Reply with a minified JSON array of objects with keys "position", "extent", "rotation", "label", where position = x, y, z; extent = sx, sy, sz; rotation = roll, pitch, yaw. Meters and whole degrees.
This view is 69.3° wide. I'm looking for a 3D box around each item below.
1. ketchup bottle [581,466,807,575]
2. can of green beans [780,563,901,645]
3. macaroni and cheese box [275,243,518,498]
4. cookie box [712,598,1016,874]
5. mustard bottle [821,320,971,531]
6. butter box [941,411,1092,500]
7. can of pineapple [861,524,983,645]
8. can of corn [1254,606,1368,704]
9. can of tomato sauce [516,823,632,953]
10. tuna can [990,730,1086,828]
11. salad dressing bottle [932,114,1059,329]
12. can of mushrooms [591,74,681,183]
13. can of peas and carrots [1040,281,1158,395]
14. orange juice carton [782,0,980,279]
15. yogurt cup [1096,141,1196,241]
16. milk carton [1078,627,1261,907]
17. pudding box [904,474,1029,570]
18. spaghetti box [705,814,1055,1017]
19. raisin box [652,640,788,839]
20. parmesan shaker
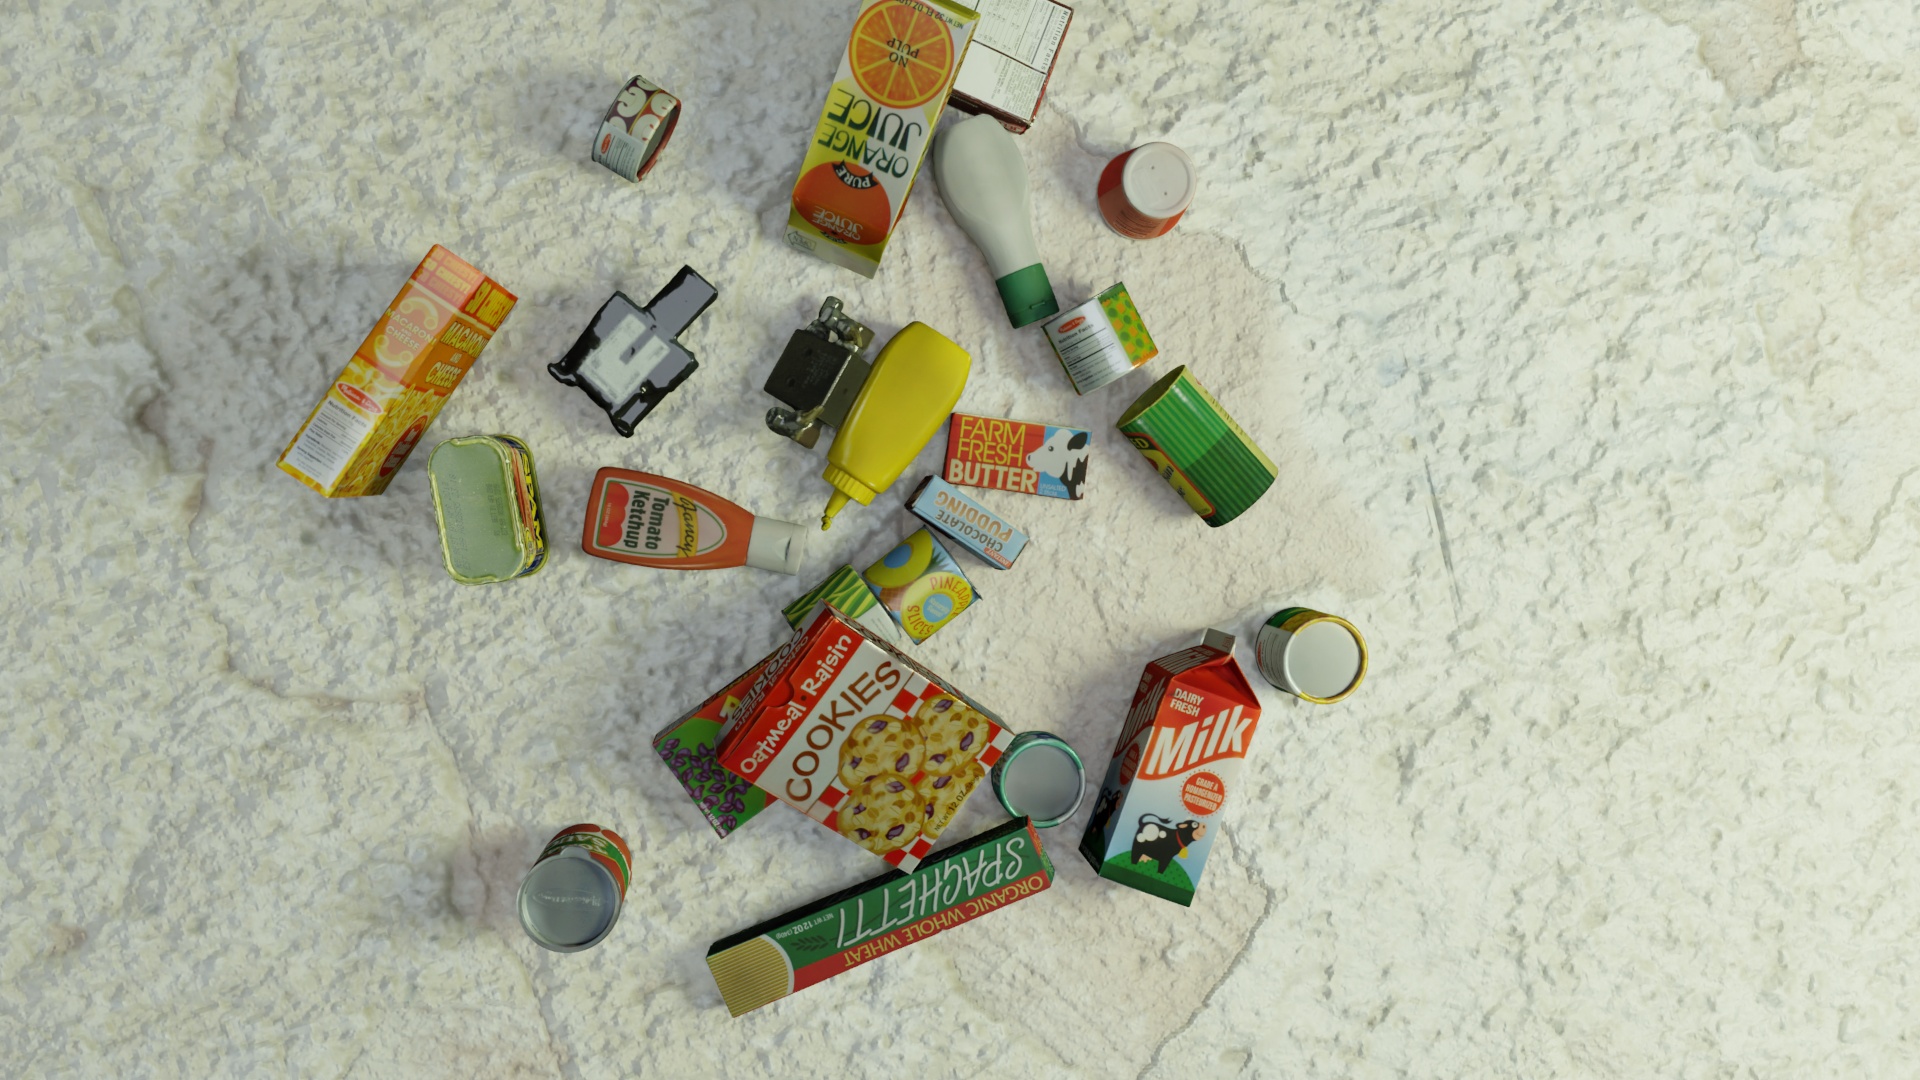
[{"position":[-0.183,-0.007,0.967],"extent":[0.149,0.043,0.064],"rotation":[11,90,-8],"label":"ketchup bottle"},{"position":[-0.083,0.058,0.970],"extent":[0.058,0.071,0.071],"rotation":[-37,96,-6],"label":"can of green beans"},{"position":[-0.360,-0.107,0.899],"extent":[0.040,0.124,0.166],"rotation":[34,87,-9],"label":"macaroni and cheese box"},{"position":[-0.064,0.134,0.940],"extent":[0.167,0.040,0.123],"rotation":[36,91,-25],"label":"cookie box"},{"position":[-0.056,-0.076,0.979],"extent":[0.065,0.049,0.160],"rotation":[34,88,-6],"label":"mustard bottle"},{"position":[0.040,-0.061,1.004],"extent":[0.103,0.024,0.053],"rotation":[7,90,-8],"label":"butter box"},{"position":[-0.027,0.032,0.975],"extent":[0.058,0.071,0.071],"rotation":[-38,96,-4],"label":"can of pineapple"},{"position":[0.260,0.083,1.021],"extent":[0.071,0.058,0.071],"rotation":[0,92,-7],"label":"can of corn"},{"position":[-0.260,0.232,0.943],"extent":[0.071,0.083,0.071],"rotation":[0,92,-8],"label":"can of tomato sauce"},{"position":[0.055,0.172,1.009],"extent":[0.071,0.033,0.071],"rotation":[0,92,-8],"label":"tuna can"},{"position":[0.028,-0.225,0.988],"extent":[0.064,0.044,0.147],"rotation":[-22,96,-9],"label":"salad dressing bottle"},{"position":[-0.218,-0.280,0.943],"extent":[0.033,0.071,0.071],"rotation":[30,88,-8],"label":"can of mushrooms"},{"position":[0.101,-0.144,0.990],"extent":[0.071,0.071,0.058],"rotation":[-29,96,-6],"label":"can of peas and carrots"},{"position":[-0.057,-0.277,0.941],"extent":[0.072,0.073,0.191],"rotation":[23,112,-5],"label":"orange juice carton"},{"position":[0.136,-0.253,0.996],"extent":[0.072,0.054,0.072],"rotation":[0,92,-7],"label":"yogurt cup"},{"position":[0.156,0.155,1.002],"extent":[0.073,0.072,0.190],"rotation":[21,89,-7],"label":"milk carton"},{"position":[0.004,-0.012,0.988],"extent":[0.083,0.049,0.030],"rotation":[34,86,-7],"label":"pudding box"},{"position":[-0.056,0.265,0.982],"extent":[0.250,0.029,0.050],"rotation":[-23,96,2],"label":"spaghetti box"},{"position":[-0.141,0.138,0.979],"extent":[0.123,0.040,0.086],"rotation":[-36,95,-4],"label":"raisin box"},{"position":[0.170,-0.066,0.997],"extent":[0.071,0.071,0.103],"rotation":[-44,97,-4],"label":"parmesan shaker"}]
